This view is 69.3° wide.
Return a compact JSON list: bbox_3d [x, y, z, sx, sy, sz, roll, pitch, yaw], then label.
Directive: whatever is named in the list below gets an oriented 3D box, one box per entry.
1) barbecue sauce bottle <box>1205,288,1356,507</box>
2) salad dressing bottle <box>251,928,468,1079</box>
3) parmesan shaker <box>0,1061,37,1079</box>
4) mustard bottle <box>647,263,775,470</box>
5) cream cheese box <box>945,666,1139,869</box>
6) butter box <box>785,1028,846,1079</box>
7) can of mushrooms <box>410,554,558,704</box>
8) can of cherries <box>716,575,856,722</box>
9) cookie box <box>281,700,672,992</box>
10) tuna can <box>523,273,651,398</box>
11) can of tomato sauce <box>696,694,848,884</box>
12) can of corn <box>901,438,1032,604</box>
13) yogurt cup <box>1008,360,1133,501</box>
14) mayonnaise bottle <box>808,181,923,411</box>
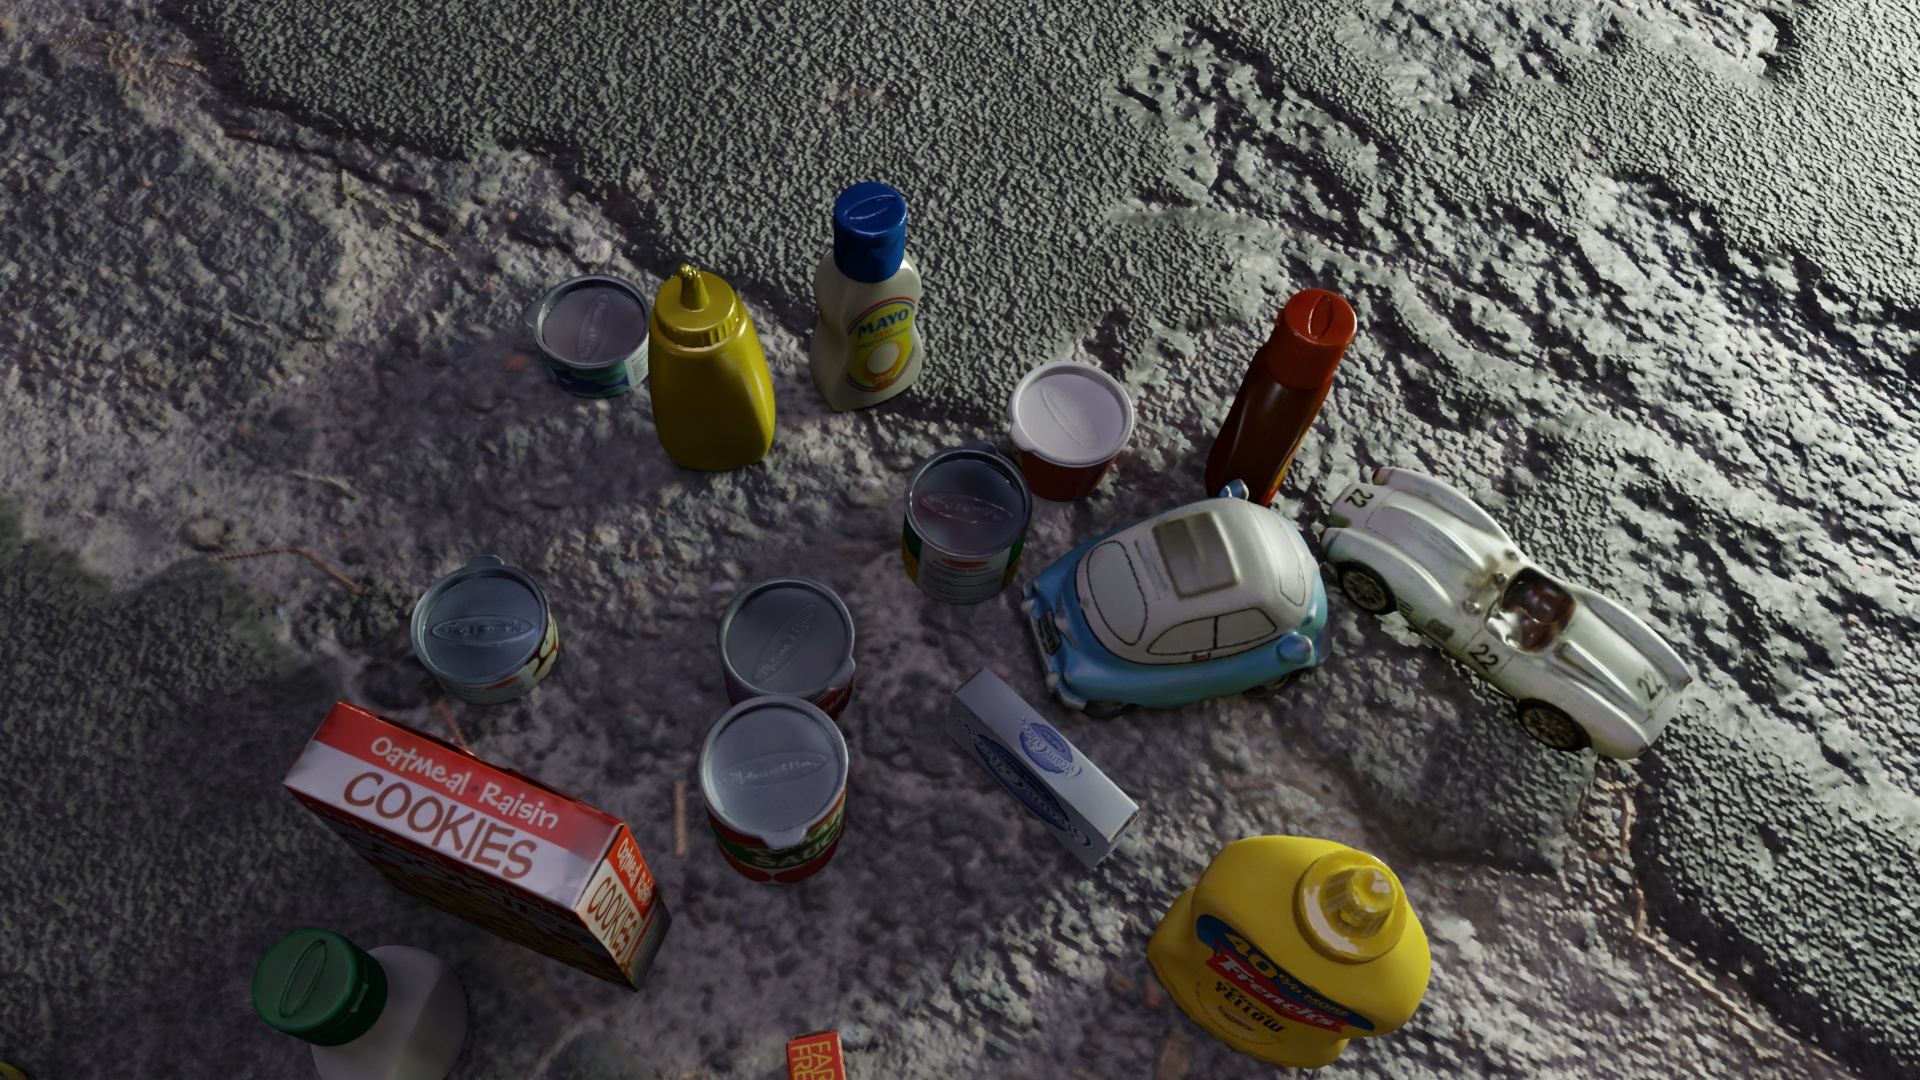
[{"bbox_3d":[0.168,-0.074,0.736,0.044,0.147,0.065,20,62,6],"label":"barbecue sauce bottle"},{"bbox_3d":[-0.238,0.189,0.558,0.044,0.147,0.064,16,62,4],"label":"salad dressing bottle"},{"bbox_3d":[-0.417,0.230,0.546,0.071,0.102,0.071,2,62,-4],"label":"parmesan shaker"},{"bbox_3d":[-0.130,-0.093,0.714,0.065,0.159,0.049,-5,62,-7],"label":"mustard bottle"},{"bbox_3d":[0.038,0.111,0.678,0.104,0.053,0.024,42,66,17],"label":"cream cheese box"},{"bbox_3d":[-0.055,0.265,0.586,0.024,0.053,0.104,-7,63,-9],"label":"butter box"},{"bbox_3d":[-0.238,0.045,0.701,0.071,0.033,0.071,2,61,-4],"label":"can of mushrooms"},{"bbox_3d":[-0.084,0.061,0.692,0.071,0.058,0.072,2,62,-4],"label":"can of cherries"},{"bbox_3d":[-0.192,0.133,0.581,0.123,0.166,0.040,21,62,6],"label":"cookie box"},{"bbox_3d":[-0.210,-0.116,0.792,0.071,0.032,0.071,2,61,-4],"label":"tuna can"},{"bbox_3d":[-0.085,0.119,0.646,0.071,0.082,0.071,2,62,-4],"label":"can of tomato sauce"},{"bbox_3d":[0.003,-0.009,0.737,0.071,0.058,0.071,2,62,-4],"label":"can of corn"},{"bbox_3d":[0.058,-0.058,0.771,0.072,0.053,0.073,2,62,-4],"label":"yogurt cup"},{"bbox_3d":[-0.050,-0.129,0.747,0.065,0.147,0.041,-24,67,-17],"label":"mayonnaise bottle"}]
